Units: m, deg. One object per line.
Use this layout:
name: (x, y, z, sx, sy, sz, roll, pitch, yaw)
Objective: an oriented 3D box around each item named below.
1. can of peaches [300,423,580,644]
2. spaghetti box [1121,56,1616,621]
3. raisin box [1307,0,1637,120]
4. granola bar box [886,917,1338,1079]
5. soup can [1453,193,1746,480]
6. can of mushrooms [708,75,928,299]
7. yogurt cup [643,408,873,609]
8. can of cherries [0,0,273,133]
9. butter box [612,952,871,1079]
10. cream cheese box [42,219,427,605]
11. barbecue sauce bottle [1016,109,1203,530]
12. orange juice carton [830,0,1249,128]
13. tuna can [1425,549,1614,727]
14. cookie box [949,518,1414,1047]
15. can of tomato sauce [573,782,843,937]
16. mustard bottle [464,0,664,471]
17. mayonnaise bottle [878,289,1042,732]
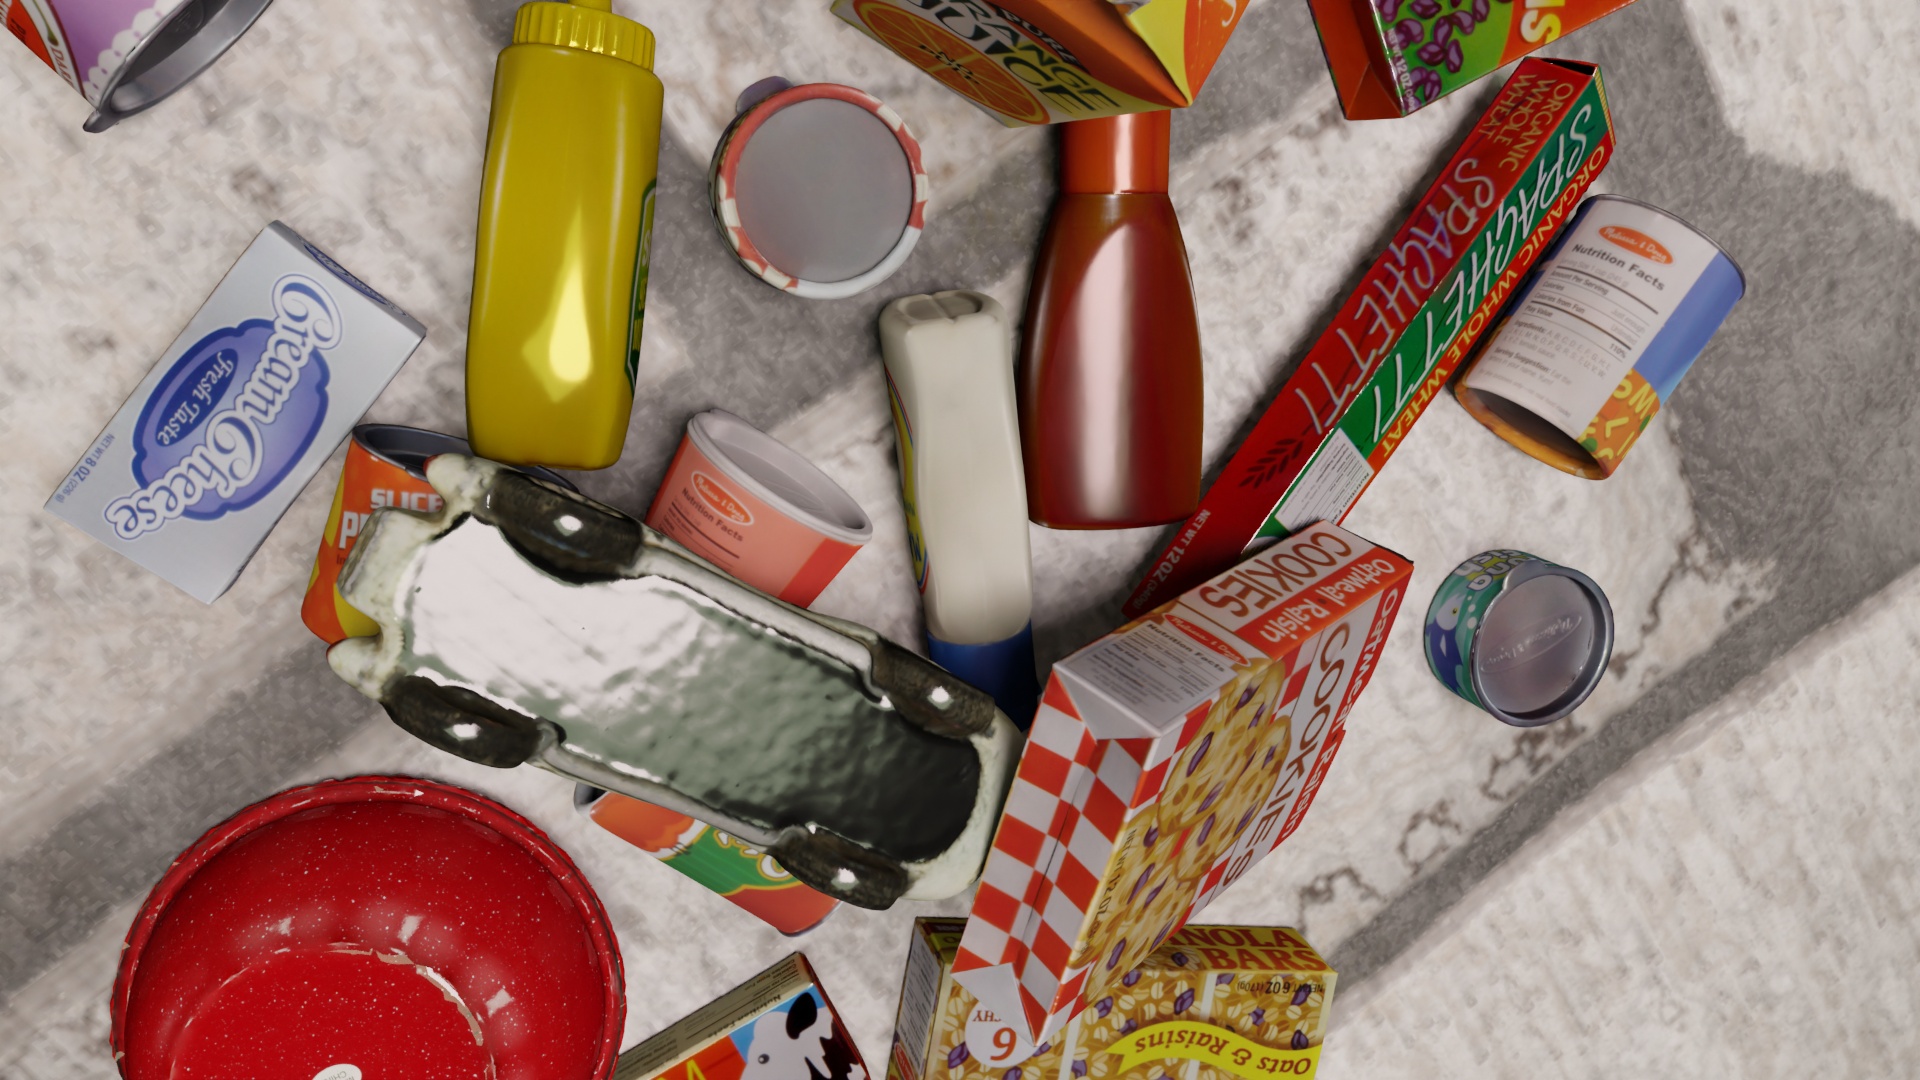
can of peaches: (-0.155, 0.003, 0.412, 0.071, 0.071, 0.058, 17, 99, -20)
spaghetti box: (0.149, -0.060, 0.501, 0.250, 0.029, 0.050, -54, 142, 1)
raisin box: (0.181, -0.210, 0.480, 0.123, 0.040, 0.086, -28, 108, -10)
granola bar box: (0.056, 0.214, 0.543, 0.166, 0.039, 0.124, 7, 101, -18)
soup can: (0.236, -0.073, 0.516, 0.071, 0.071, 0.083, 34, 92, -21)
can of mushrooms: (-0.046, -0.112, 0.438, 0.071, 0.033, 0.071, -4, 105, -15)
yogurt cup: (-0.070, 0.000, 0.442, 0.072, 0.072, 0.054, 31, 101, -21)
can of cherries: (-0.221, -0.151, 0.357, 0.071, 0.071, 0.058, -45, 111, -2)
butter box: (-0.090, 0.199, 0.504, 0.104, 0.024, 0.053, -28, 109, -9)
cream cheese box: (-0.211, -0.037, 0.411, 0.053, 0.024, 0.104, 38, 90, -22)
barbecue sauce bottle: (0.051, -0.079, 0.470, 0.065, 0.044, 0.148, -4, 104, -16)
orange juice carton: (0.029, -0.161, 0.363, 0.073, 0.193, 0.071, 28, 95, -20)
tuna can: (0.221, 0.036, 0.554, 0.071, 0.033, 0.071, -4, 104, -16)
cookie box: (0.078, 0.072, 0.452, 0.168, 0.040, 0.122, -21, 135, -47)
can of tomato sauce: (-0.073, 0.081, 0.456, 0.083, 0.071, 0.071, 37, 91, -21)
mustard bottle: (-0.113, -0.101, 0.405, 0.049, 0.065, 0.160, 6, 97, -14)
mayonnaise bottle: (0.002, -0.006, 0.464, 0.041, 0.065, 0.147, -9, 109, -7)
